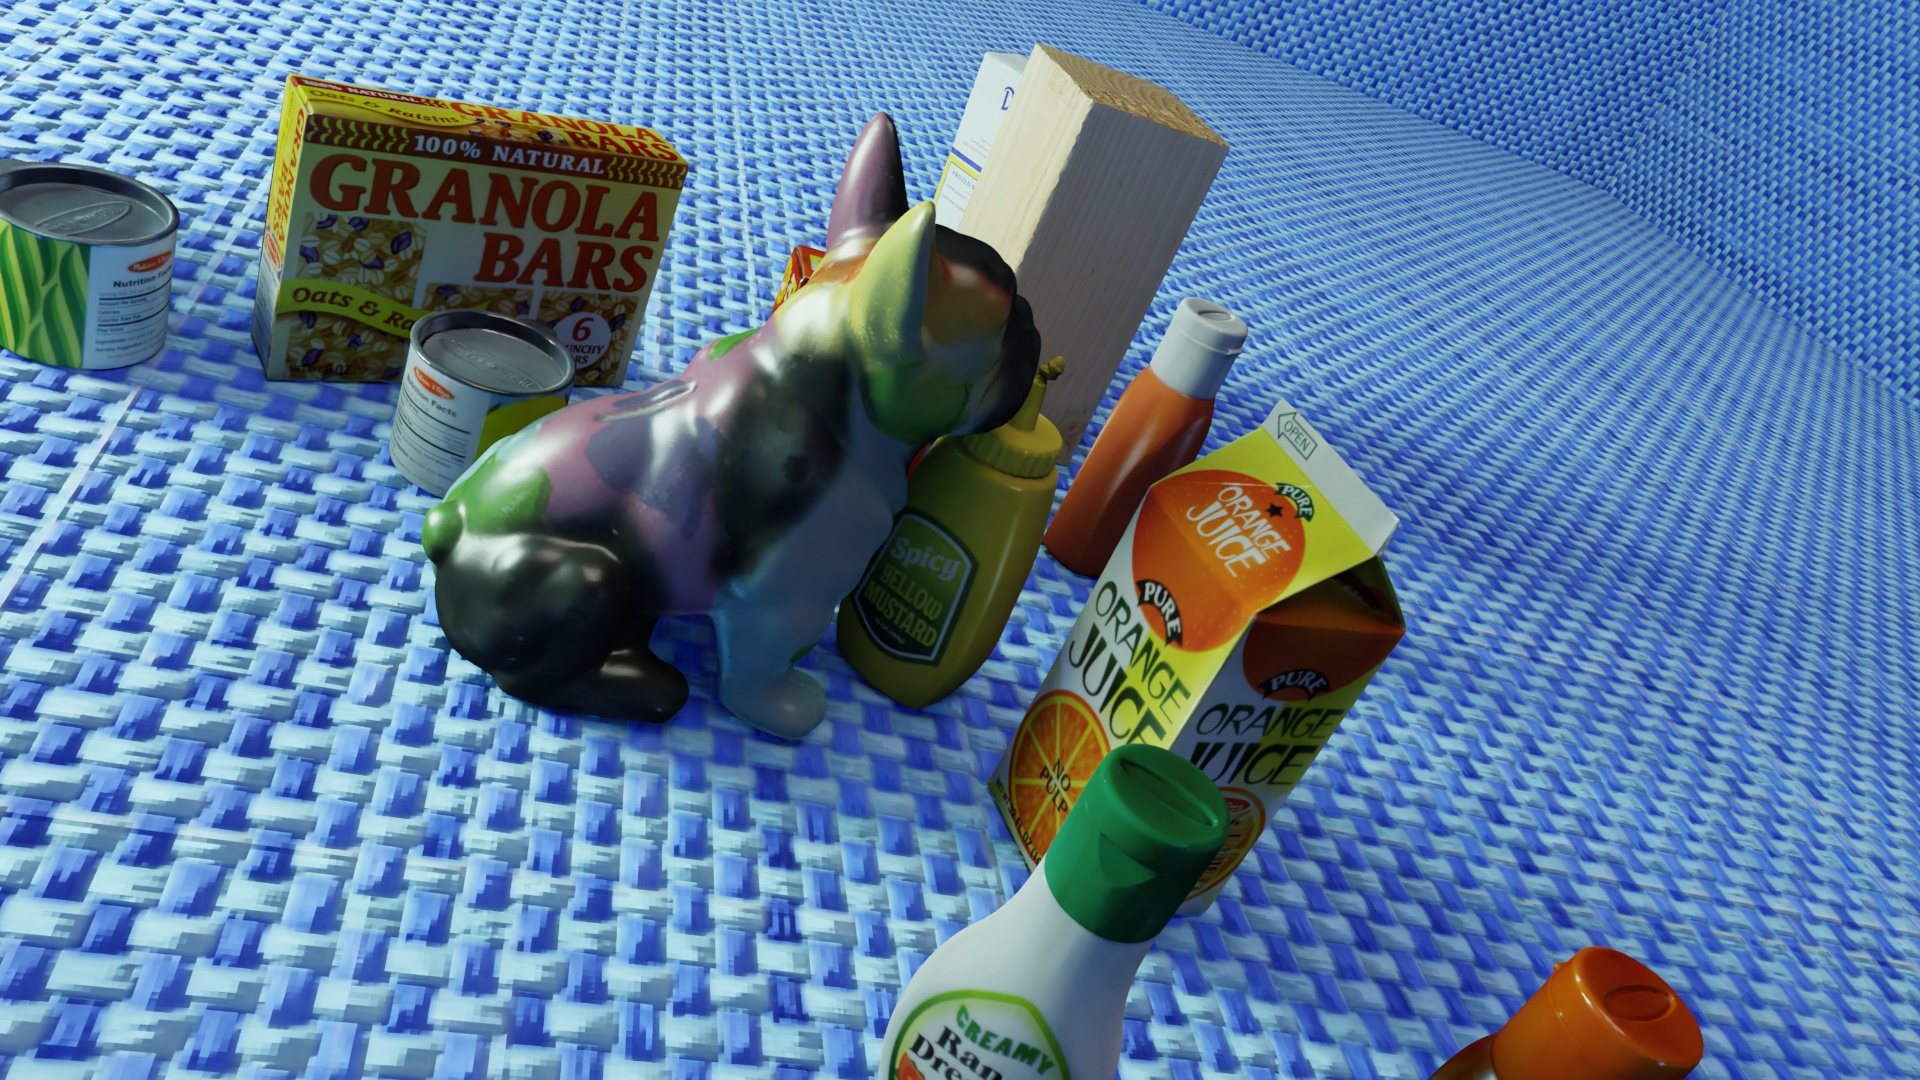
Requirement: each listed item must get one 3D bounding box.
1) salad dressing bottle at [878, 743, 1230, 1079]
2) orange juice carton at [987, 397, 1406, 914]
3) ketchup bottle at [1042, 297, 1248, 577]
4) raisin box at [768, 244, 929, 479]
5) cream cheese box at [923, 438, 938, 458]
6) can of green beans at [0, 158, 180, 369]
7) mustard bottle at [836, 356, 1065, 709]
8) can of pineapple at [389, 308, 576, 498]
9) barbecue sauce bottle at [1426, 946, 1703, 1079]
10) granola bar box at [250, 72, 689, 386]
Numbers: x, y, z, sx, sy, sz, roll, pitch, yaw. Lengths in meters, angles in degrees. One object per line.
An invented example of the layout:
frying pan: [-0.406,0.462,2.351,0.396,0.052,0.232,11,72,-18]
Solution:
salad dressing bottle: [0.024,0.120,0.383,0.064,0.147,0.044,33,30,12]
orange juice carton: [0.088,0.047,0.501,0.073,0.191,0.072,6,35,-31]
ketchup bottle: [0.097,-0.050,0.706,0.065,0.148,0.043,-11,45,-46]
raisin box: [-0.054,-0.065,0.641,0.086,0.122,0.040,14,31,-19]
cream cheese box: [-0.016,-0.061,0.733,0.104,0.053,0.024,9,34,-27]
can of green beans: [-0.352,-0.109,0.554,0.071,0.057,0.071,19,30,-11]
mustard bottle: [0.002,-0.007,0.554,0.065,0.159,0.049,36,31,17]
can of pineapple: [-0.199,-0.056,0.584,0.071,0.057,0.071,19,30,-11]
barbecue sauce bottle: [0.143,0.173,0.386,0.065,0.147,0.044,5,35,-32]
granola bar box: [-0.219,-0.131,0.622,0.166,0.123,0.039,-4,41,-41]
